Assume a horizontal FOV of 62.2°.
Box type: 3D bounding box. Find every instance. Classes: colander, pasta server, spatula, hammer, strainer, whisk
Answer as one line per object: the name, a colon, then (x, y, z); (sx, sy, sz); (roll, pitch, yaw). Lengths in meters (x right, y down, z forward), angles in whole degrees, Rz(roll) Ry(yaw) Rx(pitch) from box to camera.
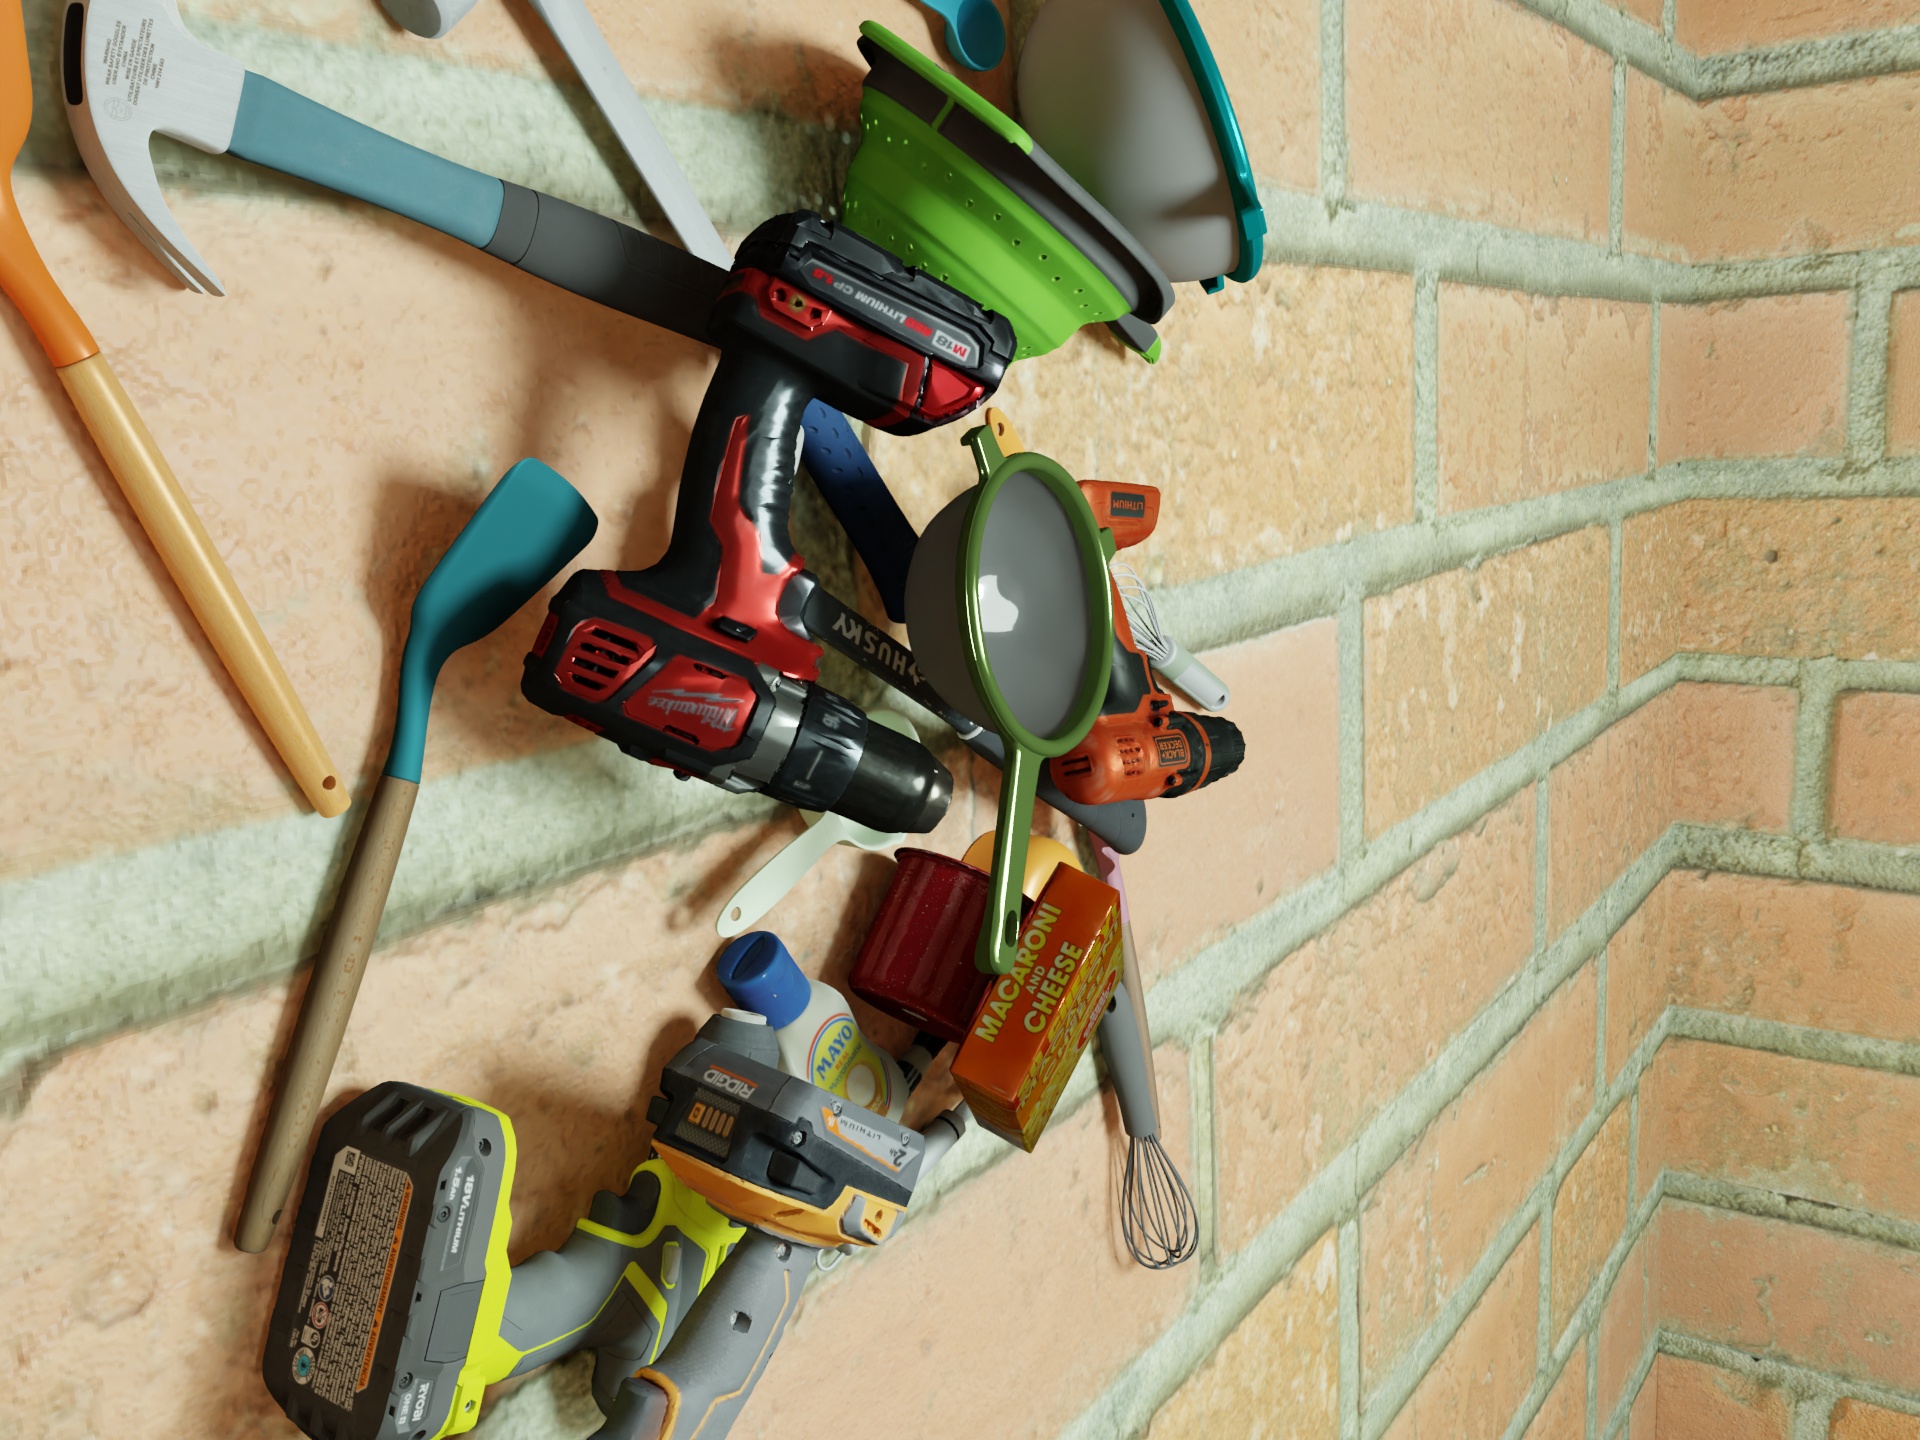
colander: (0.032, -0.238, 0.889); (0.094, 0.205, 0.397); (-51, 161, 10)
pasta server: (0.121, 0.163, 1.105); (0.060, 0.040, 0.316); (-51, 135, -58)
spatula: (-0.219, 0.050, 0.623); (0.082, 0.044, 0.317); (59, 45, -76)
hammer: (-0.173, -0.196, 0.625); (0.330, 0.033, 0.128); (11, 97, -48)
strainer: (0.000, 0.238, 0.949); (0.258, 0.050, 0.086); (-38, 114, -41)
strainer: (0.010, -0.005, 0.785); (0.151, 0.069, 0.256); (27, 66, -55)
hammer: (-0.103, -0.206, 0.758); (0.144, 0.035, 0.405); (-60, 137, -30)
strainer: (0.063, -0.395, 0.917); (0.211, 0.095, 0.340); (-70, 135, -84)
hammer: (-0.001, -0.003, 0.859); (0.408, 0.036, 0.149); (34, 59, -49)
spatula: (-0.277, -0.098, 0.530); (0.081, 0.041, 0.322); (-45, 129, -39)
whisk: (0.124, 0.286, 1.121); (0.055, 0.055, 0.239); (-31, 113, -48)
whisk: (0.135, -0.050, 1.094); (0.058, 0.059, 0.246); (-46, 147, 9)

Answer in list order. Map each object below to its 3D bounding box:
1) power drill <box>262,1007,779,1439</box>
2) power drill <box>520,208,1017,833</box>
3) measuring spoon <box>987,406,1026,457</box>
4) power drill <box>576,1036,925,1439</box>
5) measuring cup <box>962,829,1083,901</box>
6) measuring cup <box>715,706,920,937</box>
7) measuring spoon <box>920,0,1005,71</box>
power drill: (-0.166, 0.216, 0.690); (0.228, 0.080, 0.190); (22, 77, -56)
power drill: (-0.056, -0.073, 0.668); (0.187, 0.080, 0.227); (25, 87, -20)
measuring spoon: (0.039, -0.143, 0.984); (0.021, 0.011, 0.116); (-54, 130, -35)
power drill: (-0.116, 0.248, 0.636); (0.185, 0.084, 0.226); (43, 65, -52)
measuring cup: (0.063, 0.128, 1.008); (0.173, 0.052, 0.095); (33, 68, -48)
measuring cup: (-0.081, 0.054, 0.819); (0.168, 0.038, 0.083); (-45, 128, -39)
measuring spoon: (-0.025, -0.397, 0.865); (0.128, 0.021, 0.042); (21, 78, -43)
